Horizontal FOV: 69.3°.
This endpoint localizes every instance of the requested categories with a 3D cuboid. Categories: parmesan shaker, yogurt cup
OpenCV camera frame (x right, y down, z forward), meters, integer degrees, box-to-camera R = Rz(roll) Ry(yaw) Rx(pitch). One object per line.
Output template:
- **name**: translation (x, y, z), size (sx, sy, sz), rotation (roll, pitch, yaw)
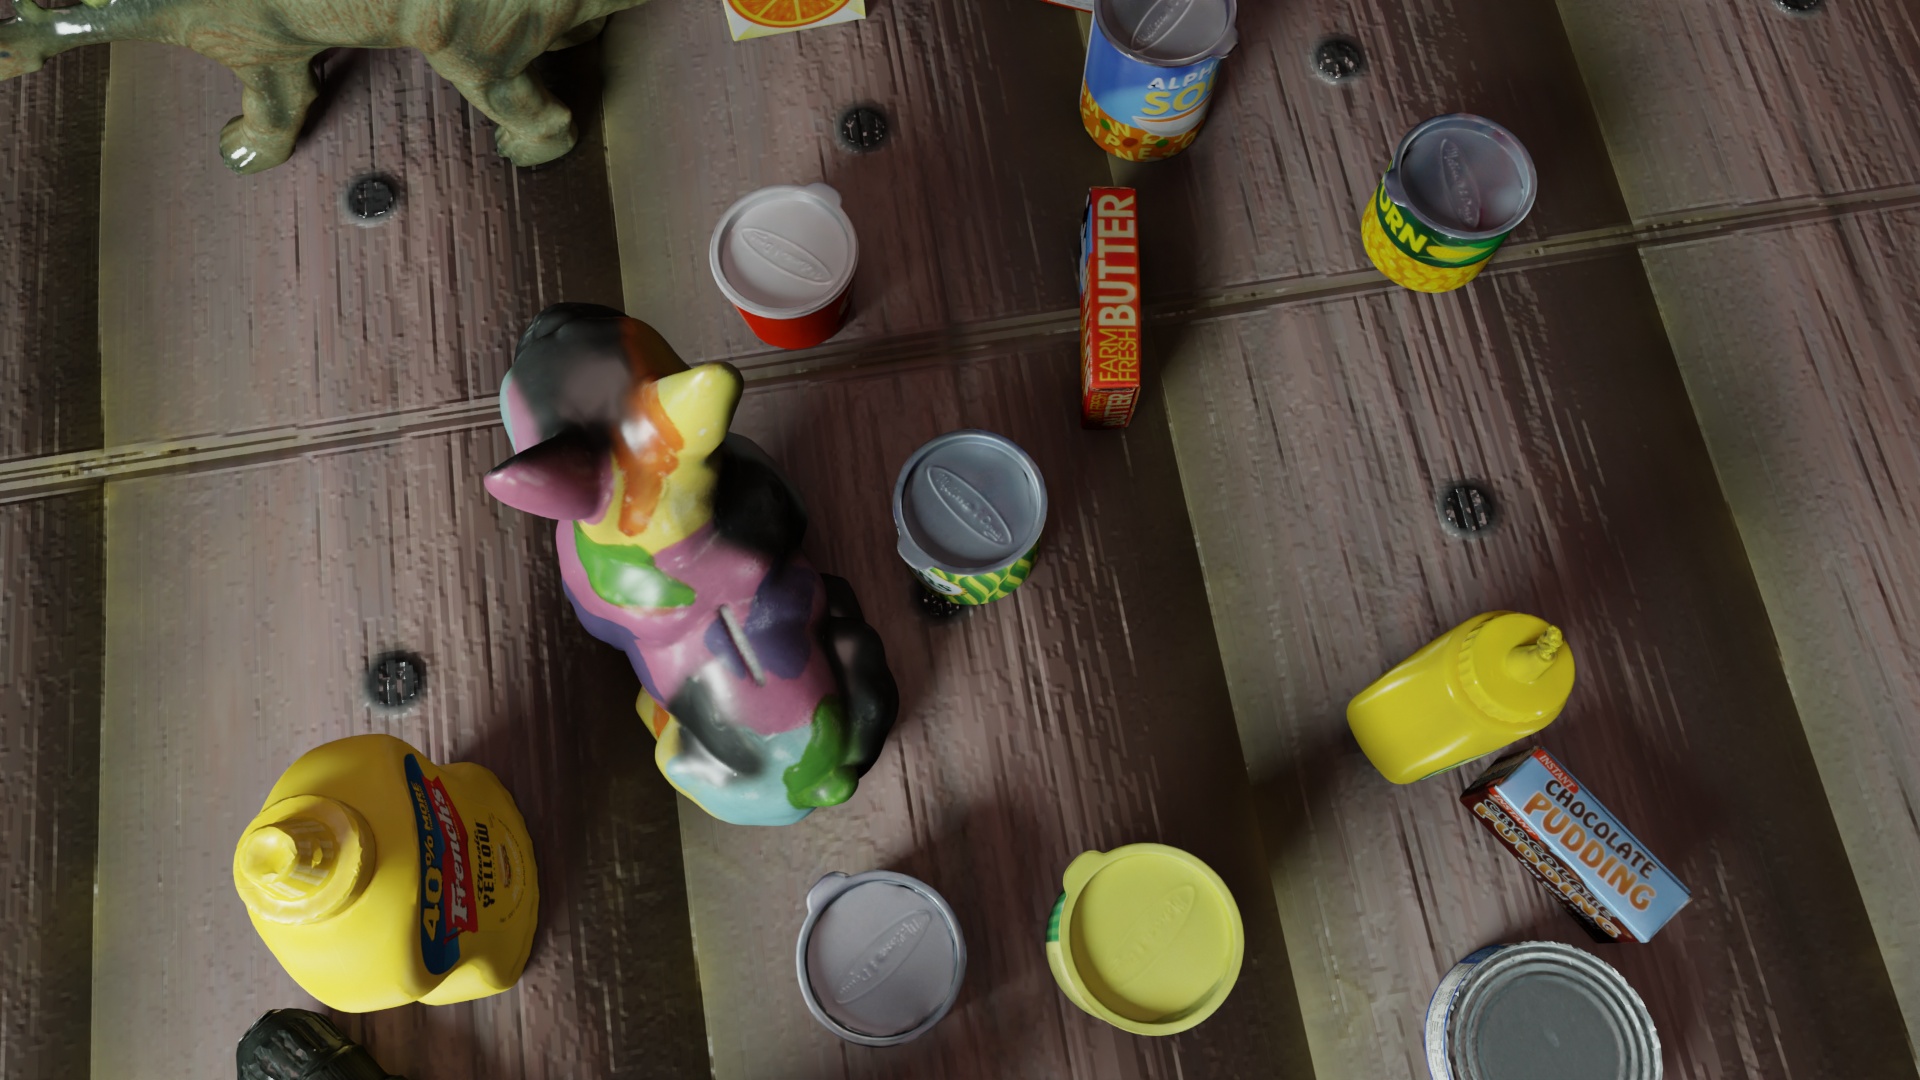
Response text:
- **parmesan shaker**: translation (0.067, 0.154, 0.546), size (0.071, 0.102, 0.071), rotation (0, 73, 0)
- **yogurt cup**: translation (-0.081, -0.126, 0.657), size (0.072, 0.053, 0.072), rotation (0, 73, 0)

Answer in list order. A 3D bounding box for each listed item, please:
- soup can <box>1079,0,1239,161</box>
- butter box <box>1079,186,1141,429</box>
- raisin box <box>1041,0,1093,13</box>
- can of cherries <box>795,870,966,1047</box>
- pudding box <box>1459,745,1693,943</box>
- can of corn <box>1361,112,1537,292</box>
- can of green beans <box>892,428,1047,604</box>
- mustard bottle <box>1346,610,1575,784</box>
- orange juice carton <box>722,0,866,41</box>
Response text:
- **soup can**: translation (0.096, -0.232, 0.675), size (0.071, 0.083, 0.071), rotation (0, 73, 0)
- **butter box**: translation (0.070, -0.108, 0.653), size (0.024, 0.053, 0.104), rotation (1, 73, 0)
- **raisin box**: translation (0.069, -0.336, 0.686), size (0.040, 0.123, 0.086), rotation (15, 74, 4)
- **can of cherries**: translation (-0.032, 0.167, 0.565), size (0.071, 0.058, 0.071), rotation (0, 73, 0)
- **pudding box**: translation (0.256, 0.128, 0.583), size (0.030, 0.049, 0.084), rotation (-40, 77, -11)
- **can of corn**: translation (0.230, -0.160, 0.666), size (0.071, 0.058, 0.071), rotation (0, 73, 0)
- **can of green beans**: translation (0.004, -0.009, 0.620), size (0.071, 0.057, 0.071), rotation (0, 73, 0)
- **mustard bottle**: translation (0.201, 0.059, 0.546), size (0.065, 0.159, 0.049), rotation (-29, 76, -8)
- **orange juice carton**: translation (-0.091, -0.326, 0.646), size (0.073, 0.192, 0.072), rotation (-12, 74, -3)
